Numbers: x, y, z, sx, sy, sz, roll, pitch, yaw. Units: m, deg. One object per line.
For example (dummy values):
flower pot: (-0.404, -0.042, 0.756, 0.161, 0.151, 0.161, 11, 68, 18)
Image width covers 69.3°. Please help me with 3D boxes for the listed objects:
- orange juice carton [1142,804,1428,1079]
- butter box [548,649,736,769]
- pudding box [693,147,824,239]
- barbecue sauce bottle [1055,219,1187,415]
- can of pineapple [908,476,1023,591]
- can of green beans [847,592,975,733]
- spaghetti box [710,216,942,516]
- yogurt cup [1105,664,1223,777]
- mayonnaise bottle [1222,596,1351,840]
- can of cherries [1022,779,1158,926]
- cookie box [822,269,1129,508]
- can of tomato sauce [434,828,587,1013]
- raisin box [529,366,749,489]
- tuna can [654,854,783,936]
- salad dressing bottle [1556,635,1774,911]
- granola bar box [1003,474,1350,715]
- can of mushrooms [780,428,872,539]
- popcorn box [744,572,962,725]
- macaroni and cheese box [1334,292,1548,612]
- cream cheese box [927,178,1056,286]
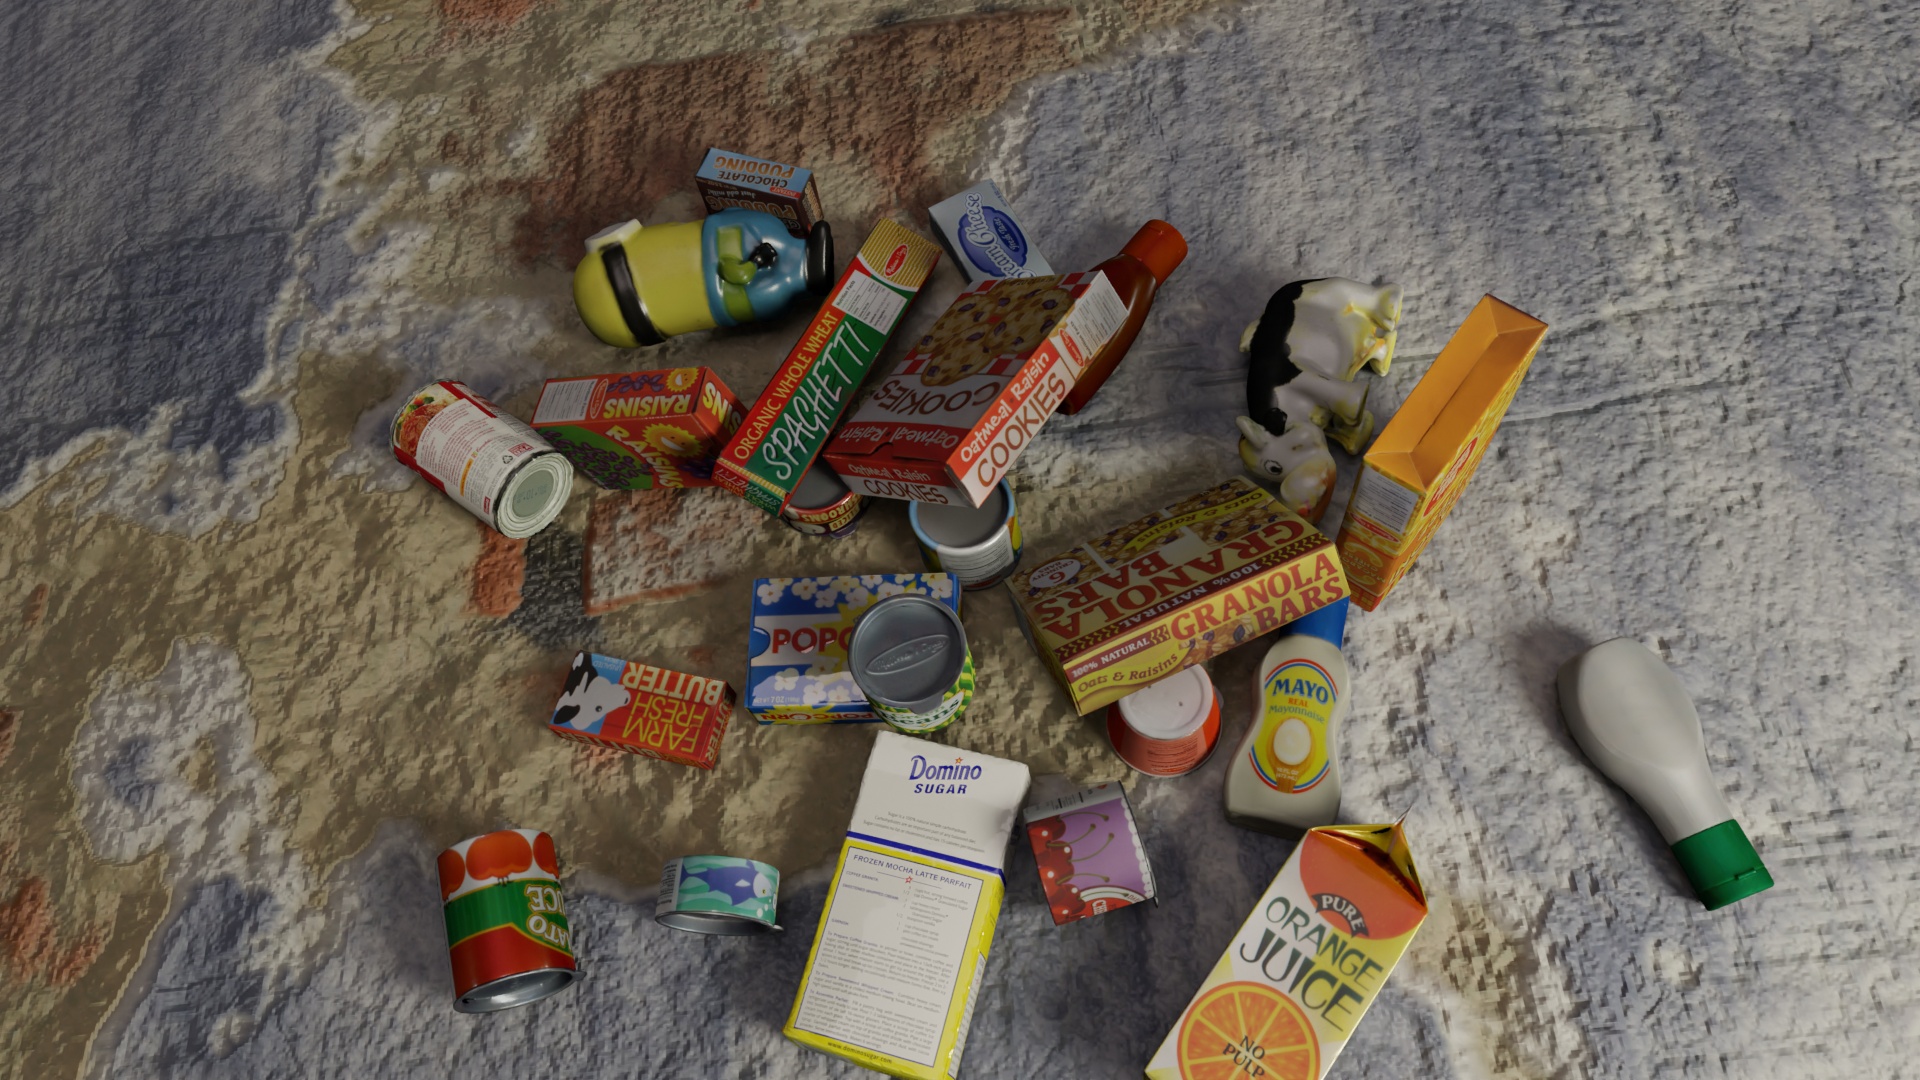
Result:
orange juice carton: (0.178, 0.221, 0.722, 0.073, 0.071, 0.193, 34, 73, 19)
butter box: (-0.194, 0.103, 0.849, 0.103, 0.024, 0.053, 11, 65, 12)
pudding box: (-0.144, -0.248, 0.999, 0.084, 0.049, 0.030, 17, 66, 13)
barbecue sauce bottle: (0.095, -0.153, 0.928, 0.065, 0.043, 0.149, 31, 71, 28)
can of pineapple: (0.003, -0.011, 0.862, 0.071, 0.057, 0.071, -3, 64, 6)
can of green beans: (-0.026, 0.070, 0.783, 0.071, 0.057, 0.071, -2, 67, 5)
spaghetti box: (-0.082, -0.118, 0.897, 0.050, 0.028, 0.251, 29, 53, -3)
yogurt cup: (0.117, 0.097, 0.799, 0.072, 0.053, 0.072, -3, 65, 6)
mayonnaise bottle: (0.193, 0.094, 0.798, 0.065, 0.041, 0.148, 11, 67, 14)
can of cherries: (0.071, 0.174, 0.760, 0.058, 0.071, 0.072, -16, 64, -1)
cookie box: (0.008, -0.095, 0.851, 0.123, 0.040, 0.168, 8, 52, 50)
can of tomato sauce: (-0.254, 0.213, 0.780, 0.071, 0.071, 0.083, -19, 63, -2)
raisin box: (-0.195, -0.069, 0.883, 0.123, 0.086, 0.040, -1, 61, 23)
tuna can: (-0.132, 0.198, 0.774, 0.071, 0.070, 0.033, 0, 64, 7)
salad dressing bottle: (0.385, 0.126, 0.759, 0.064, 0.043, 0.148, -19, 65, -5)
granola bar box: (0.119, 0.026, 0.803, 0.166, 0.039, 0.124, -24, 24, -5)
can of mushrooms: (-0.090, -0.037, 0.900, 0.071, 0.033, 0.071, -2, 64, 5)
popcorn box: (-0.063, 0.066, 0.844, 0.127, 0.038, 0.085, -2, 65, 6)
macaroni and cheese box: (0.264, -0.042, 0.786, 0.040, 0.165, 0.124, 35, 73, 20)
cream cheese box: (0.023, -0.201, 0.971, 0.053, 0.024, 0.104, -27, 64, -5)
